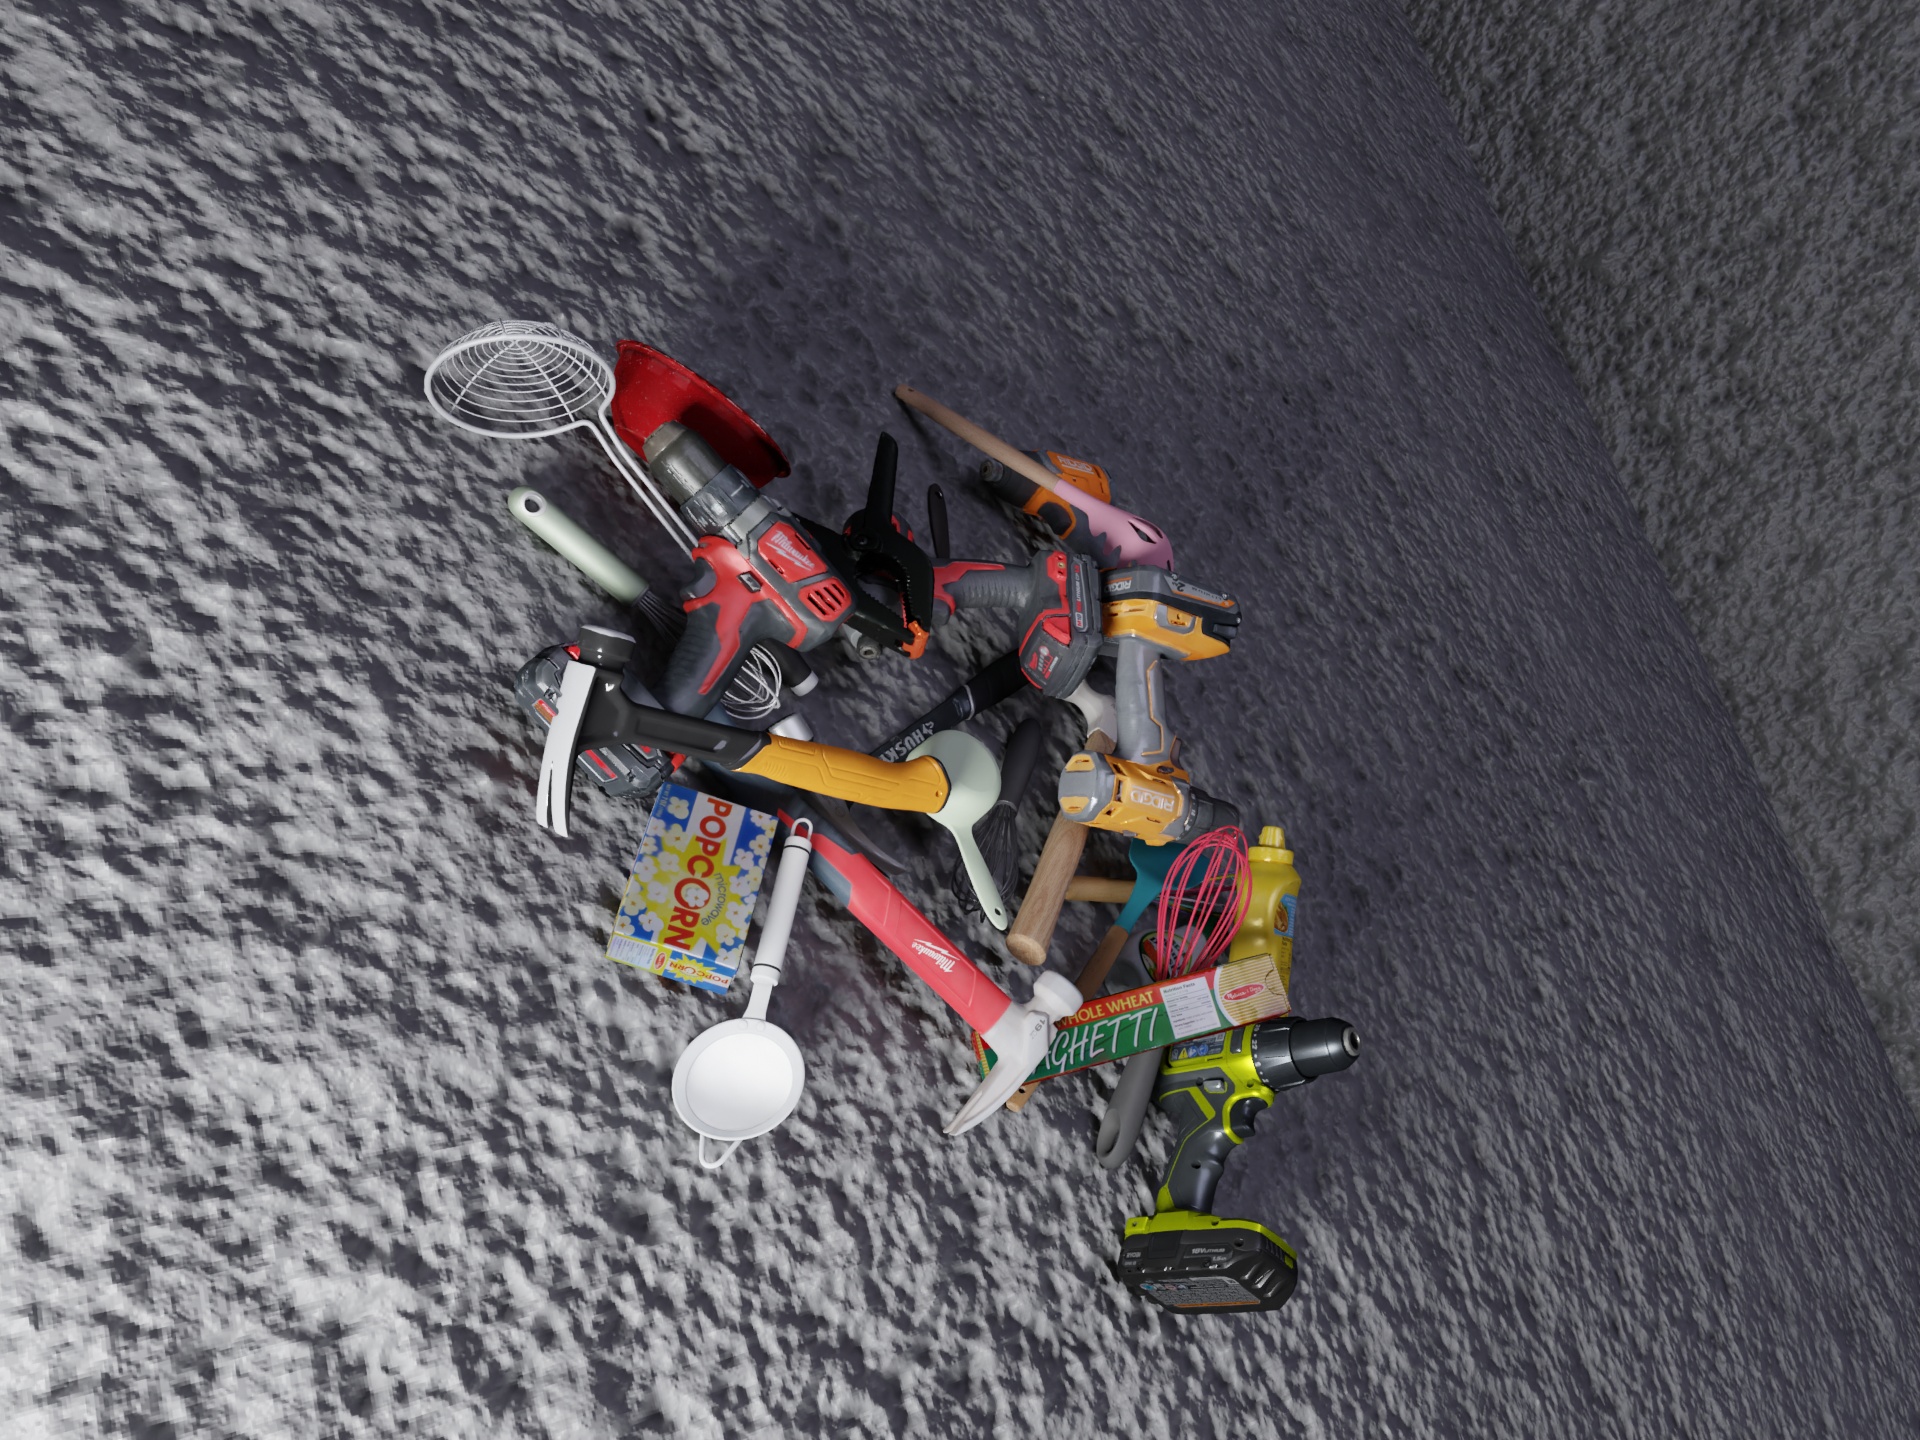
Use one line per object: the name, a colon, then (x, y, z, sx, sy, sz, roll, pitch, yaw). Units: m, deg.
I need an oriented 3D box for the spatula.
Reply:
spatula: (0.119, 0.199, 1.313, 0.082, 0.044, 0.318, 30, 55, 12)

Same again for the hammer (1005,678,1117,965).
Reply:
hammer: (0.100, 0.088, 1.371, 0.130, 0.031, 0.331, 40, 39, -11)

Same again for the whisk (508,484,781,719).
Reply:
whisk: (-0.228, -0.086, 1.160, 0.246, 0.059, 0.058, 40, 72, -14)

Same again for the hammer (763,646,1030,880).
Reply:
hammer: (-0.002, -0.004, 1.348, 0.149, 0.036, 0.409, 58, 39, -2)

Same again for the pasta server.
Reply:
pasta server: (0.065, -0.223, 1.464, 0.316, 0.040, 0.060, 34, 43, 16)

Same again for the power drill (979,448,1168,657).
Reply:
power drill: (0.112, -0.168, 1.512, 0.164, 0.084, 0.227, 6, 47, -43)

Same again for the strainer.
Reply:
strainer: (-0.131, 0.180, 1.070, 0.050, 0.087, 0.259, 80, 18, -58)

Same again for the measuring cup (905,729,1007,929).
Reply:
measuring cup: (0.013, 0.080, 1.233, 0.083, 0.038, 0.168, 4, 54, -42)

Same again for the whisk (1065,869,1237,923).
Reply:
whisk: (0.183, 0.152, 1.435, 0.244, 0.047, 0.051, 8, 62, -39)

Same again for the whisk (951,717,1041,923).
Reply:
whisk: (0.038, 0.077, 1.332, 0.055, 0.055, 0.239, 42, 38, -19)

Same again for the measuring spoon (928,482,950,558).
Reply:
measuring spoon: (-0.013, -0.169, 1.453, 0.034, 0.018, 0.124, 17, 54, -38)

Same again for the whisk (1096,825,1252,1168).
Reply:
whisk: (0.170, 0.220, 1.290, 0.073, 0.073, 0.296, 30, 75, -30)

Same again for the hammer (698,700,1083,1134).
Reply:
hammer: (-0.089, 0.126, 1.156, 0.386, 0.038, 0.143, 45, 71, -7)

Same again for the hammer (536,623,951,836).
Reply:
hammer: (-0.129, 0.032, 1.071, 0.336, 0.034, 0.127, 15, 90, -47)

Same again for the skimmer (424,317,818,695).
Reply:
skimmer: (-0.231, -0.139, 1.157, 0.363, 0.127, 0.090, 52, 34, -23)

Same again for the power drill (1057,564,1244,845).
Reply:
power drill: (0.184, -0.003, 1.383, 0.185, 0.084, 0.226, 17, 78, -32)

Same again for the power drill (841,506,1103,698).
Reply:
power drill: (0.004, -0.095, 1.335, 0.219, 0.078, 0.143, 11, 51, -13)

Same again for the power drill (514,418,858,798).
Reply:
power drill: (-0.199, -0.078, 1.087, 0.187, 0.080, 0.227, 48, 66, -13)

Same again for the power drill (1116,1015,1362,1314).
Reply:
power drill: (0.216, 0.334, 1.240, 0.080, 0.190, 0.229, 43, 46, -29)
